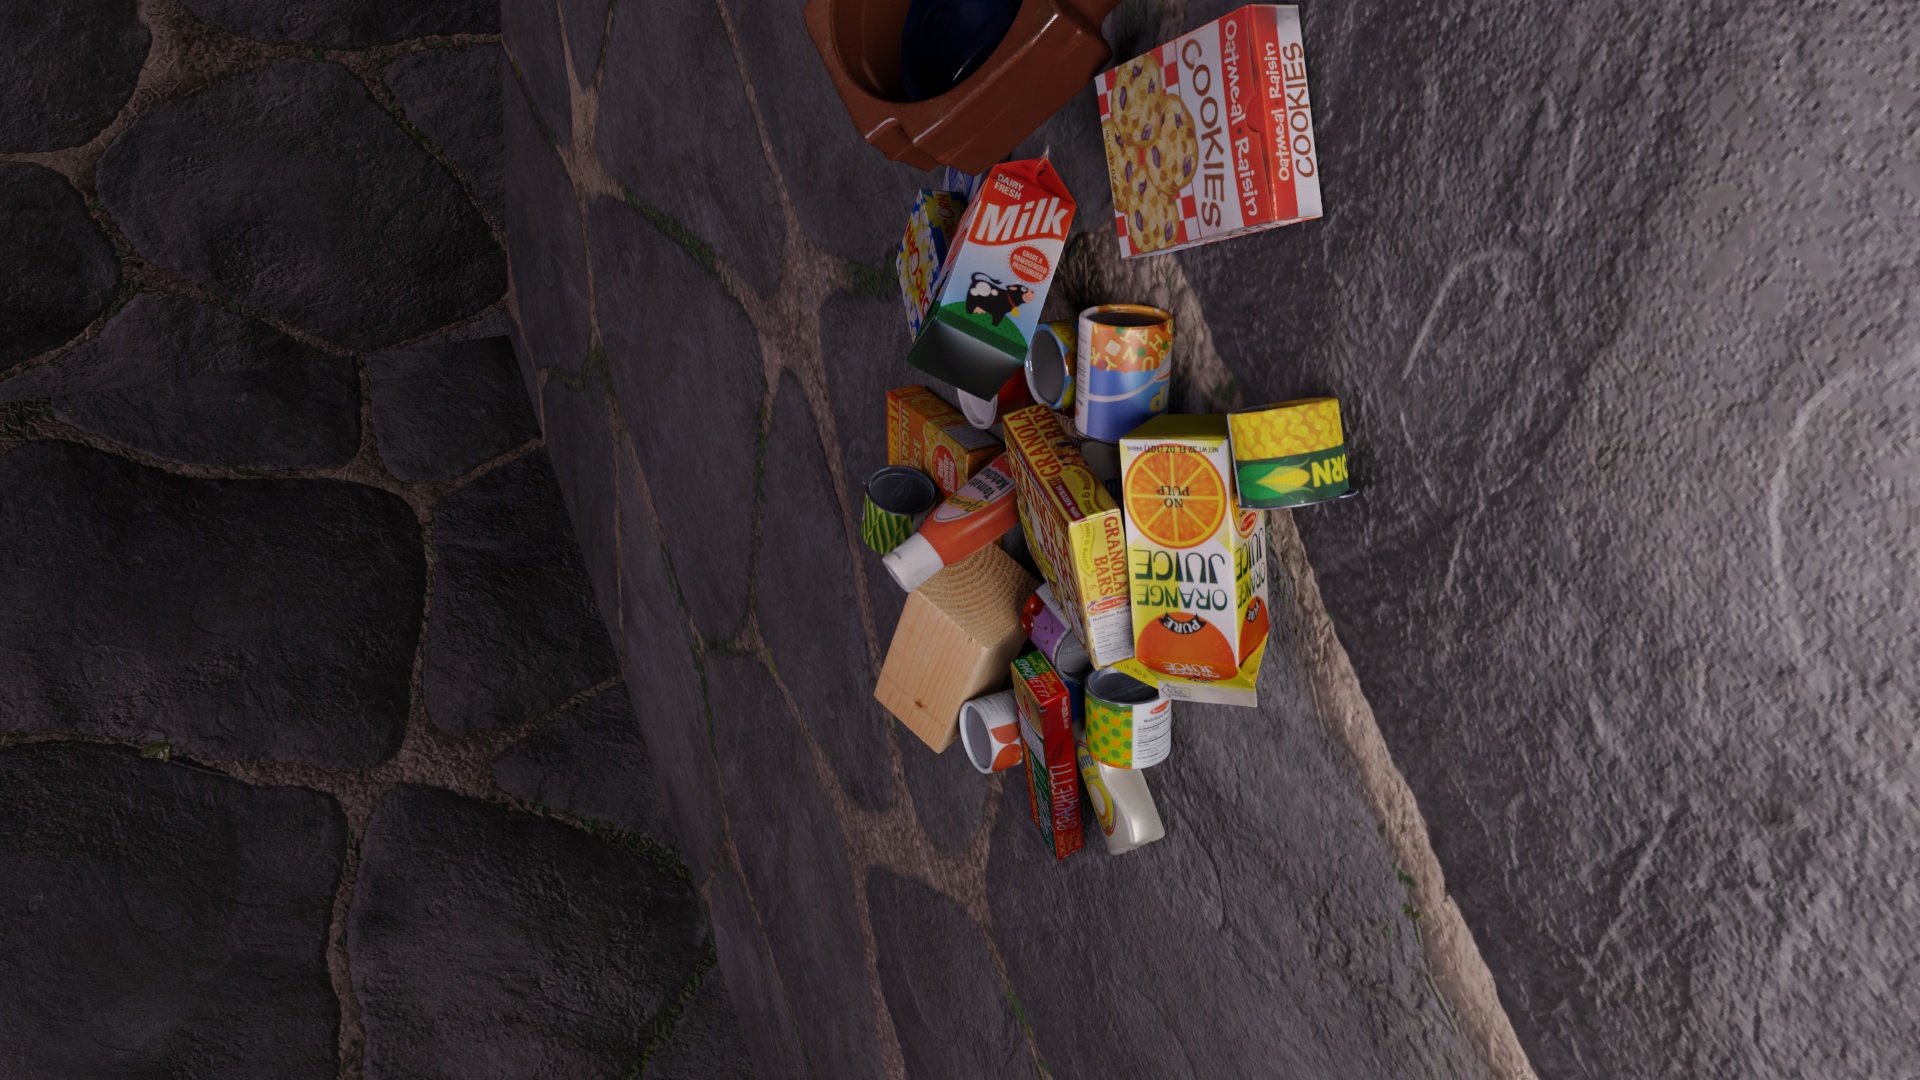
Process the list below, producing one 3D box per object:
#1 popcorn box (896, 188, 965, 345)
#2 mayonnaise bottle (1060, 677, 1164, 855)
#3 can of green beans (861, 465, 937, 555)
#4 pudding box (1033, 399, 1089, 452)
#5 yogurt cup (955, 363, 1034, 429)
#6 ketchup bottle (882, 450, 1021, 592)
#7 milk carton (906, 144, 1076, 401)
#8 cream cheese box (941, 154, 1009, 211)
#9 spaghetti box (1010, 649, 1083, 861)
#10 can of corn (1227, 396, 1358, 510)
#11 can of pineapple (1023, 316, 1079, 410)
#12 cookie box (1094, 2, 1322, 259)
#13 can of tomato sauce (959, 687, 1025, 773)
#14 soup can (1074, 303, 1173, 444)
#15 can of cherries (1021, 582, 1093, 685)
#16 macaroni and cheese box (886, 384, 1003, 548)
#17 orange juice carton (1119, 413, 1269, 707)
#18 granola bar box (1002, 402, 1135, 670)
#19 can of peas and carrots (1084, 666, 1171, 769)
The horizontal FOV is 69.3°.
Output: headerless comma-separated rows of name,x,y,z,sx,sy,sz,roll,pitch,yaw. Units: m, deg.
popcorn box,-0.017,-0.216,1.144,0.084,0.038,0.127,114,151,-49
mayonnaise bottle,0.119,0.179,1.135,0.064,0.041,0.148,125,128,-64
can of green beans,-0.058,-0.027,1.287,0.071,0.071,0.057,58,151,37
pudding box,0.089,-0.092,1.083,0.084,0.030,0.049,44,140,51
yogurt cup,0.034,-0.130,1.153,0.072,0.054,0.072,40,136,53
ketchup bottle,0.004,-0.015,1.160,0.065,0.149,0.043,38,163,54
milk carton,0.029,-0.209,1.046,0.072,0.073,0.191,-46,22,61
cream cheese box,0.012,-0.307,1.154,0.053,0.024,0.103,61,151,30
spaghetti box,0.075,0.187,1.171,0.050,0.029,0.248,56,164,39
can of corn,0.198,-0.053,0.828,0.071,0.071,0.058,5,105,64
can of pineapple,0.087,-0.134,1.033,0.071,0.058,0.070,39,135,54
cookie box,0.150,-0.249,0.865,0.167,0.040,0.122,7,107,64
can of tomato sauce,0.050,0.165,1.225,0.071,0.083,0.071,41,137,53
soup can,0.117,-0.117,0.973,0.071,0.071,0.083,39,134,54
can of cherries,0.090,0.072,1.115,0.058,0.072,0.071,48,143,47
macaroni and cheese box,-0.016,-0.062,1.312,0.167,0.040,0.123,41,138,52
orange juice carton,0.157,0.018,0.911,0.072,0.073,0.192,2,107,29
granola bar box,0.077,-0.006,0.984,0.166,0.039,0.123,-115,10,-57
can of peas and carrots,0.127,0.133,1.065,0.071,0.071,0.058,35,133,56
